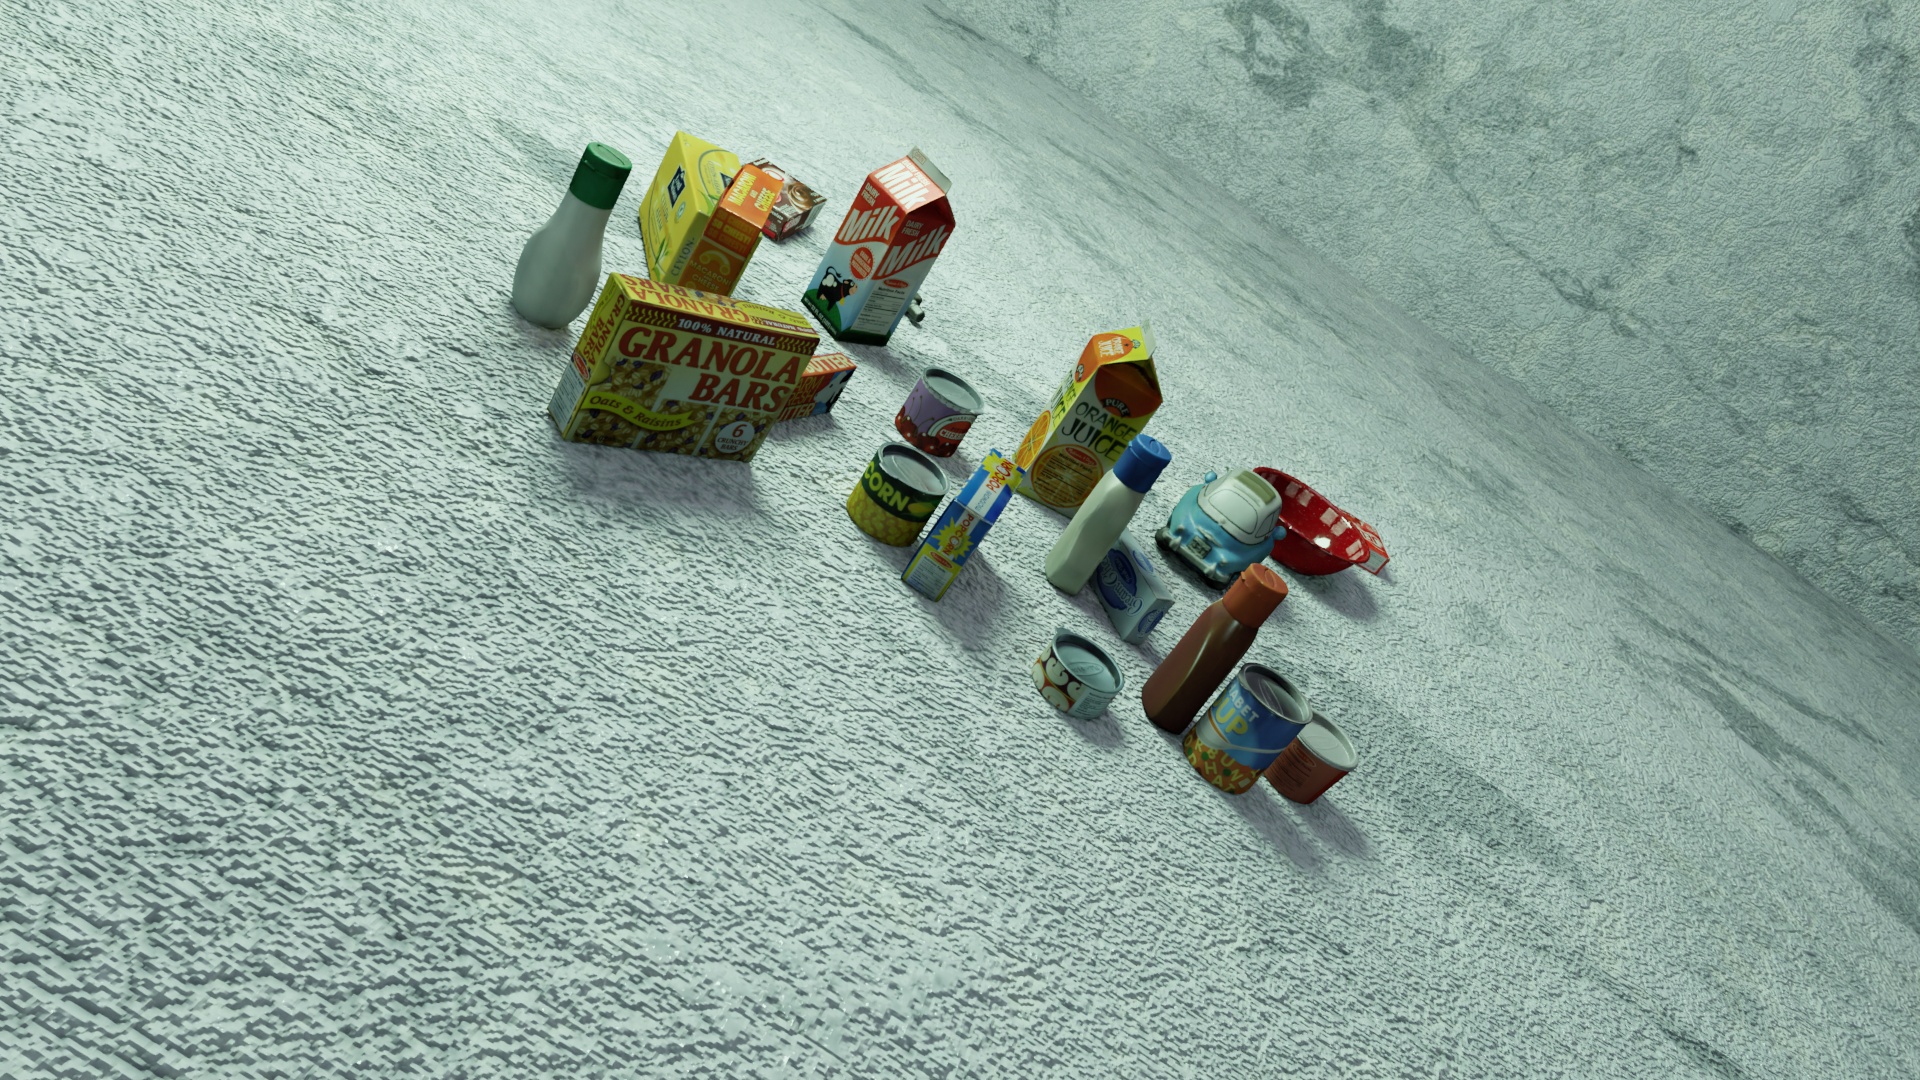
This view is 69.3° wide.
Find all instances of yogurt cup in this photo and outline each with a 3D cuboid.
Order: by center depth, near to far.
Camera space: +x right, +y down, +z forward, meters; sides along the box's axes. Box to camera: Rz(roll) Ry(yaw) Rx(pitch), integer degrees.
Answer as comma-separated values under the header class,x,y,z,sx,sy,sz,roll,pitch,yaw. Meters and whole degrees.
class,x,y,z,sx,sy,sz,roll,pitch,yaw
yogurt cup,0.283,0.179,1.139,0.072,0.053,0.073,26,27,-15

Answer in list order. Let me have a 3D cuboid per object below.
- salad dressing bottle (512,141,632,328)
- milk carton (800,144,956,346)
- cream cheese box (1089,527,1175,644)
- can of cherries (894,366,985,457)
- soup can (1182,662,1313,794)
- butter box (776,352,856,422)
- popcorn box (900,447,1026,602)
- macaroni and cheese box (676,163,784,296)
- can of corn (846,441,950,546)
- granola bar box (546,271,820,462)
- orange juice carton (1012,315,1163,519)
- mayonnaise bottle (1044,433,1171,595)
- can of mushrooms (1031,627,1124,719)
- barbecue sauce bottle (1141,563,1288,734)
class,x,y,z,sx,sy,sz,roll,pitch,yaw
salad dressing bottle,-0.299,-0.235,1.076,0.064,0.147,0.044,40,27,12
milk carton,-0.073,-0.291,1.371,0.073,0.189,0.072,0,42,-49
cream cheese box,0.145,0.037,1.220,0.024,0.053,0.104,15,32,-34
can of cherries,-0.018,-0.118,1.291,0.071,0.058,0.072,26,27,-15
soup can,0.222,0.147,1.090,0.071,0.083,0.072,26,27,-15
butter box,-0.135,-0.131,1.189,0.024,0.053,0.104,42,28,16
popcorn box,0.004,-0.014,1.114,0.038,0.085,0.127,34,26,0
macaroni and cheese box,-0.204,-0.210,1.119,0.040,0.165,0.124,27,27,-13
can of corn,-0.052,-0.037,1.119,0.071,0.058,0.071,26,27,-15
granola bar box,-0.201,-0.122,1.023,0.166,0.123,0.039,5,38,-44
orange juice carton,0.128,-0.121,1.309,0.073,0.191,0.072,27,27,-14
mayonnaise bottle,0.127,-0.024,1.196,0.041,0.147,0.065,31,26,-7
can of mushrooms,0.089,0.103,1.072,0.071,0.033,0.071,26,28,-15
barbecue sauce bottle,0.201,0.083,1.100,0.043,0.148,0.065,29,27,-10
